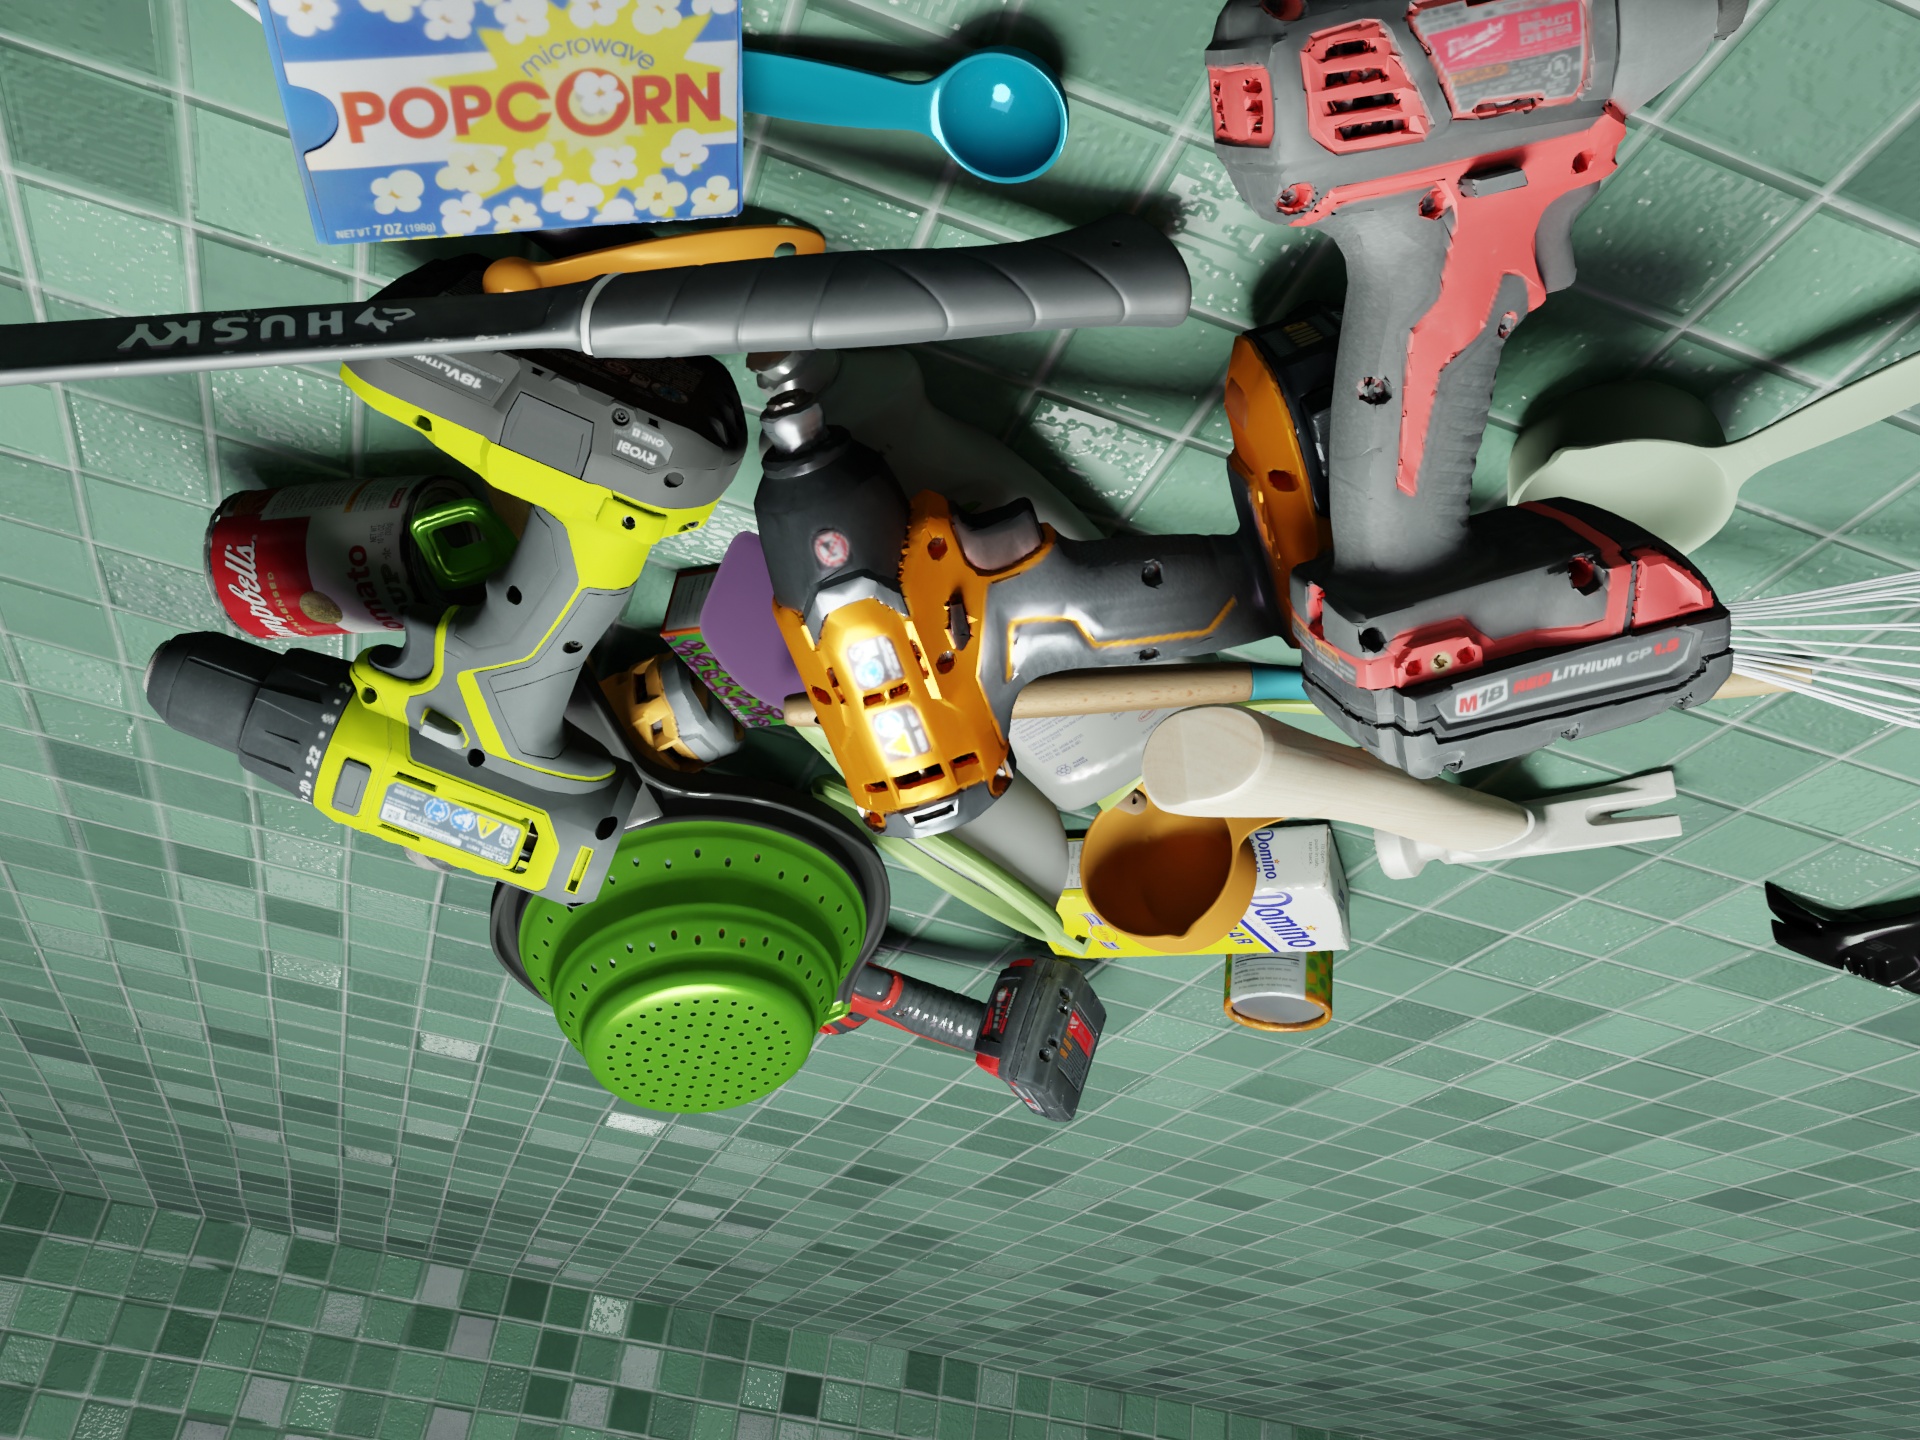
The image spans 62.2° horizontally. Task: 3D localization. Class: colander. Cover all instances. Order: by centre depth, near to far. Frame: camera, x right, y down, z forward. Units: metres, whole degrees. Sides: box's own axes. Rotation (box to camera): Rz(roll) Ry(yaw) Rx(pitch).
[{"bbox_3d":[-0.151,0.074,0.739,0.204,0.095,0.396,-16,134,4],"label":"colander"}]

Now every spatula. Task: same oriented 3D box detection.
[{"bbox_3d":[0.087,-0.021,0.641,0.317,0.044,0.082,-4,137,-7],"label":"spatula"},{"bbox_3d":[-0.001,-0.002,0.715,0.018,0.060,0.315,17,174,41],"label":"spatula"}]

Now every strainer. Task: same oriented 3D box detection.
[{"bbox_3d":[-0.014,0.027,0.780,0.152,0.069,0.256,27,167,27],"label":"strainer"}]

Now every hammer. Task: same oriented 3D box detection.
[{"bbox_3d":[-0.127,-0.119,0.478,0.409,0.149,0.036,-7,143,-12],"label":"hammer"},{"bbox_3d":[0.190,0.031,0.647,0.146,0.038,0.410,-12,167,29],"label":"hammer"},{"bbox_3d":[0.559,0.058,0.755,0.127,0.034,0.336,19,148,-19],"label":"hammer"}]

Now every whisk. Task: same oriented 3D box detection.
[{"bbox_3d":[0.290,-0.032,0.611,0.284,0.070,0.070,3,149,-2],"label":"whisk"}]

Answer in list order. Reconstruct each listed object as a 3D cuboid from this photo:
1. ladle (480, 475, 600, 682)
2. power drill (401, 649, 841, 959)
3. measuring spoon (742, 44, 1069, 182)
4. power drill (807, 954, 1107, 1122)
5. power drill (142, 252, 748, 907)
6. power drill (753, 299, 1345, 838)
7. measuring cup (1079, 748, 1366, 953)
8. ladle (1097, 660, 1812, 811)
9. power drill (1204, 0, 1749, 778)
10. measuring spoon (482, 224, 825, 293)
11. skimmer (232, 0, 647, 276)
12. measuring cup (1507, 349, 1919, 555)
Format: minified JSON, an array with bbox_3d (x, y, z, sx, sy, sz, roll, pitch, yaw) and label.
[{"bbox_3d":[-0.194,-0.029,0.796,0.069,0.031,0.315,-6,147,-2],"label":"ladle"},{"bbox_3d":[-0.165,0.066,0.853,0.185,0.084,0.226,-25,140,12],"label":"power drill"},{"bbox_3d":[-0.027,-0.197,0.491,0.128,0.021,0.042,13,141,10],"label":"measuring spoon"},{"bbox_3d":[-0.035,0.171,1.008,0.227,0.080,0.187,12,158,22],"label":"power drill"},{"bbox_3d":[-0.193,-0.049,0.596,0.190,0.080,0.228,23,118,-10],"label":"power drill"},{"bbox_3d":[0.045,-0.063,0.547,0.226,0.084,0.164,-19,119,5],"label":"power drill"},{"bbox_3d":[0.149,0.062,0.832,0.173,0.095,0.052,-26,148,16],"label":"measuring cup"},{"bbox_3d":[0.213,0.002,0.725,0.320,0.062,0.078,-4,-175,13],"label":"ladle"},{"bbox_3d":[0.154,-0.106,0.453,0.143,0.079,0.219,-15,114,-6],"label":"power drill"},{"bbox_3d":[-0.101,-0.152,0.538,0.117,0.011,0.021,-12,143,-14],"label":"measuring spoon"},{"bbox_3d":[-0.215,-0.203,0.445,0.127,0.090,0.363,-40,131,22],"label":"skimmer"},{"bbox_3d":[0.269,-0.105,0.549,0.083,0.038,0.167,31,141,-33],"label":"measuring cup"}]
